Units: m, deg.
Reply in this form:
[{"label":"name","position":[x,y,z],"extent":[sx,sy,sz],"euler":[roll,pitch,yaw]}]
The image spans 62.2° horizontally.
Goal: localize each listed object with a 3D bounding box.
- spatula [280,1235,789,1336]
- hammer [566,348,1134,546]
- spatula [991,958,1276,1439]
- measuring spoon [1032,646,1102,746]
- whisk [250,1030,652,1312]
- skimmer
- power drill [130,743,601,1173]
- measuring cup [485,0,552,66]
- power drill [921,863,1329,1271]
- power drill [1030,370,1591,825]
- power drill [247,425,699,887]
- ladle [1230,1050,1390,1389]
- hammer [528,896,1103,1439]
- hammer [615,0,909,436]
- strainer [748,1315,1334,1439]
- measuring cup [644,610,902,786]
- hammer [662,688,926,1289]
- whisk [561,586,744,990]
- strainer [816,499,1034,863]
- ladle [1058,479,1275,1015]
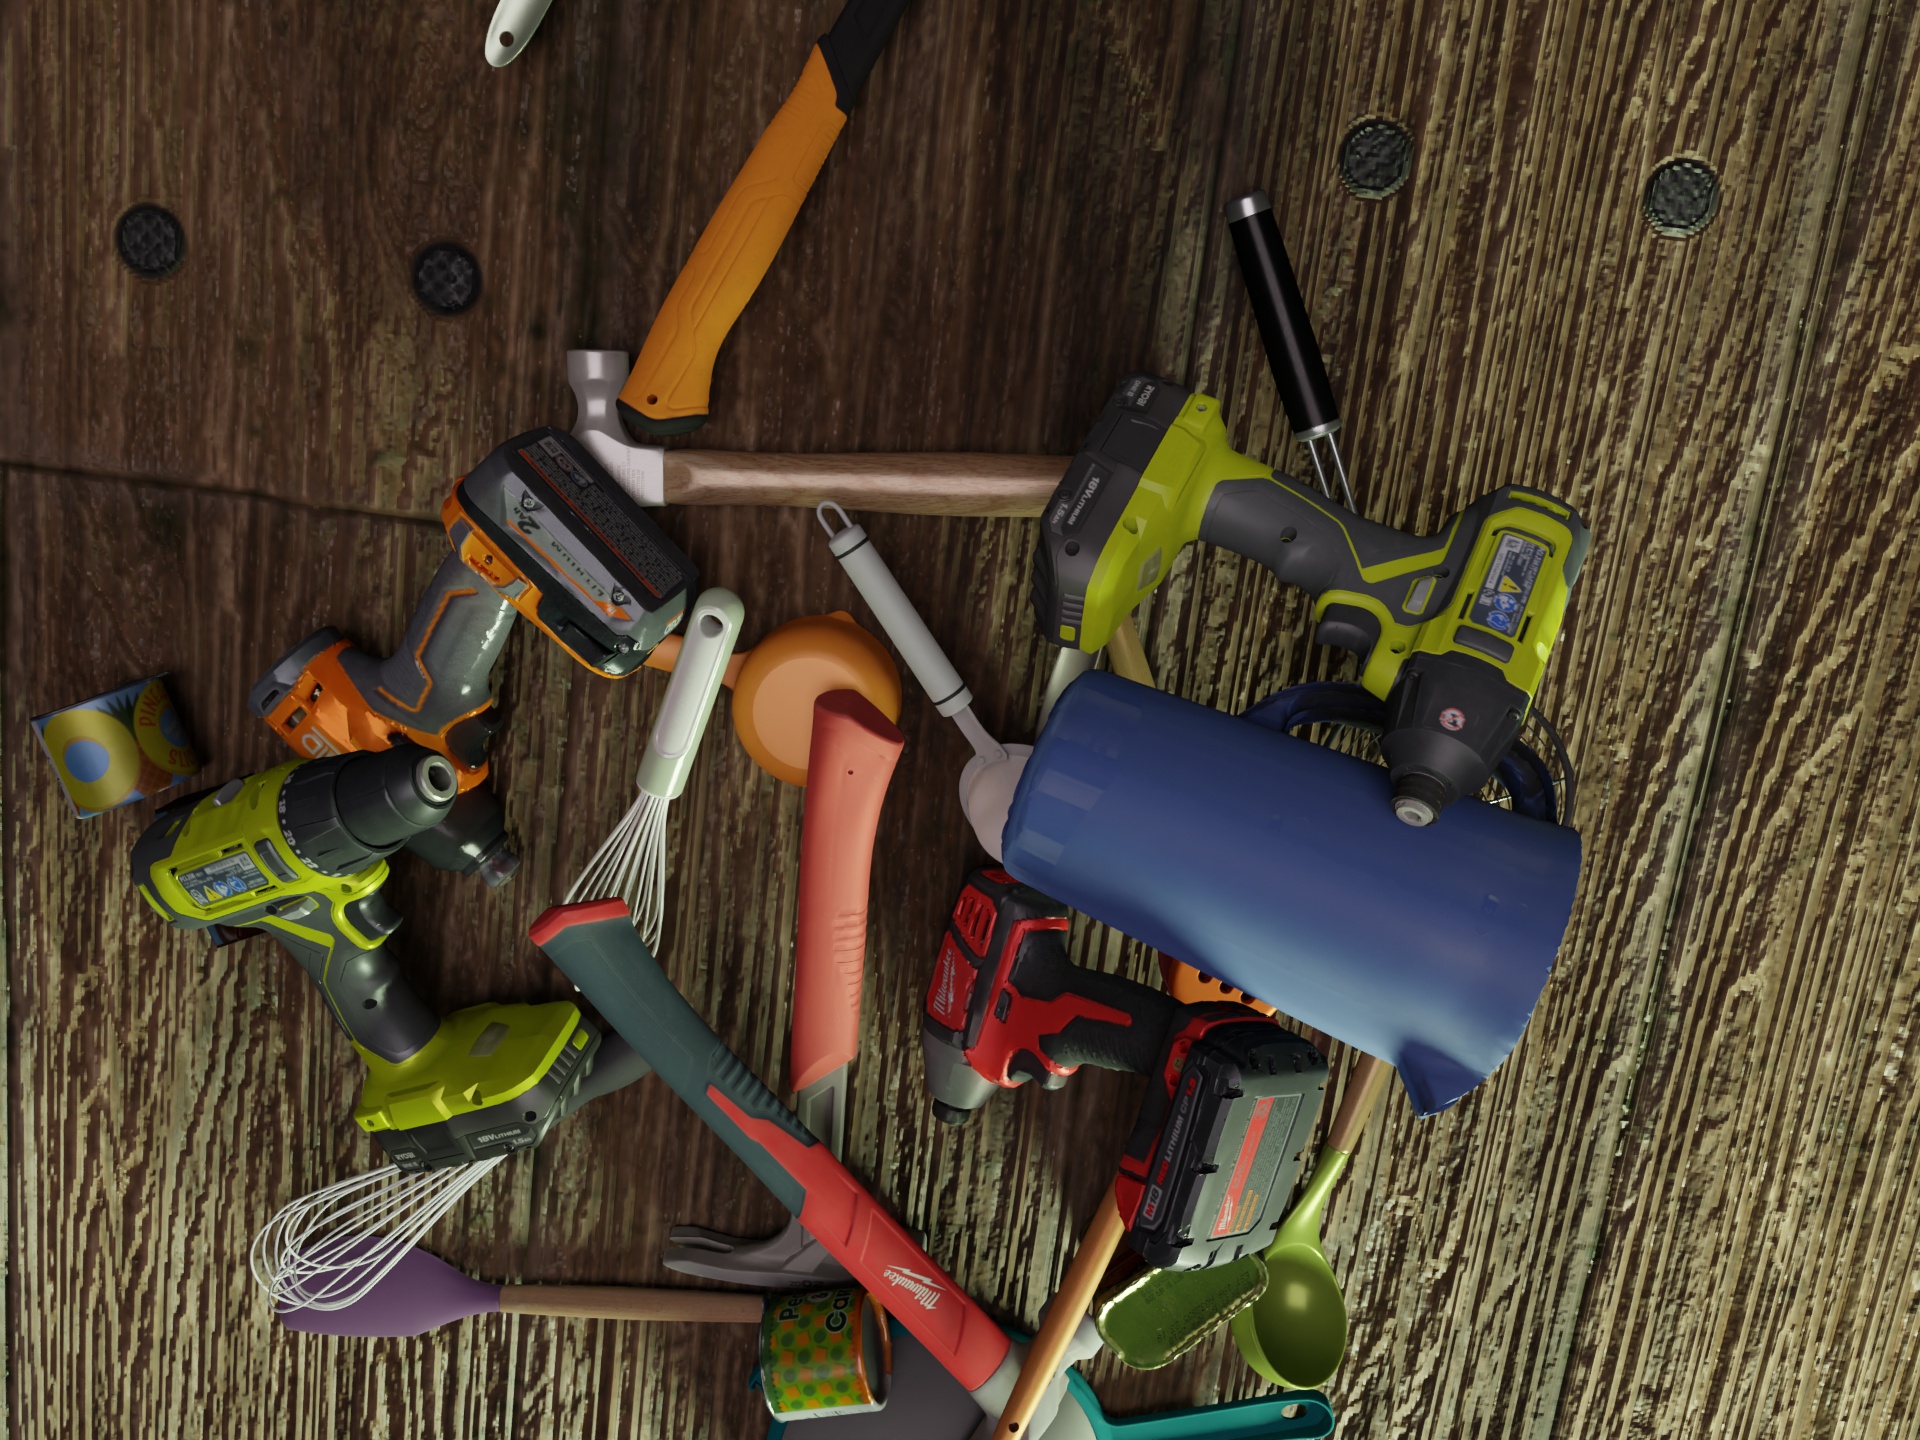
[{"label":"spatula","position":[-0.243,0.337,0.931],"extent":[0.316,0.018,0.060],"euler":[2,90,1]},{"label":"hammer","position":[-0.038,-0.120,0.820],"extent":[0.331,0.031,0.130],"euler":[2,102,1]},{"label":"spatula","position":[0.094,0.235,0.837],"extent":[0.081,0.041,0.322],"euler":[27,84,-1]},{"label":"measuring spoon","position":[0.053,-0.007,0.833],"extent":[0.034,0.018,0.124],"euler":[21,120,6]},{"label":"whisk","position":[-0.275,0.246,0.896],"extent":[0.284,0.070,0.070],"euler":[-33,99,3]},{"label":"skimmer","position":[0.201,-0.086,0.790],"extent":[0.127,0.090,0.363],"euler":[-19,101,8]},{"label":"power drill","position":[-0.287,0.117,0.811],"extent":[0.190,0.080,0.228],"euler":[-18,116,26]},{"label":"measuring cup","position":[-0.179,-0.387,0.764],"extent":[0.083,0.038,0.167],"euler":[34,103,-6]},{"label":"power drill","position":[0.063,0.174,0.801],"extent":[0.078,0.220,0.143],"euler":[9,102,-43]},{"label":"power drill","position":[0.151,-0.058,0.717],"extent":[0.223,0.080,0.171],"euler":[23,62,13]},{"label":"power drill","position":[-0.239,-0.021,0.809],"extent":[0.226,0.084,0.164],"euler":[-39,99,24]},{"label":"ladle","position":[0.226,0.217,0.874],"extent":[0.078,0.062,0.320],"euler":[14,101,-33]},{"label":"hammer","position":[-0.090,0.247,0.819],"extent":[0.143,0.038,0.386],"euler":[-46,104,-21]},{"label":"hammer","position":[-0.080,-0.292,0.765],"extent":[0.127,0.034,0.337],"euler":[29,95,-5]},{"label":"strainer","position":[0.049,0.444,0.906],"extent":[0.340,0.095,0.211],"euler":[-12,101,6]},{"label":"measuring cup","position":[-0.116,-0.020,0.832],"extent":[0.173,0.052,0.095],"euler":[16,102,-4]},{"label":"hammer","position":[-0.081,0.154,0.849],"extent":[0.149,0.037,0.359],"euler":[5,113,0]},{"label":"whisk","position":[-0.160,0.040,0.826],"extent":[0.058,0.059,0.246],"euler":[24,113,1]},{"label":"strainer","position":[-0.001,-0.003,0.818],"extent":[0.087,0.050,0.258],"euler":[-23,106,39]},{"label":"ladle","position":[0.104,0.022,0.835],"extent":[0.069,0.031,0.315],"euler":[-17,106,9]}]
